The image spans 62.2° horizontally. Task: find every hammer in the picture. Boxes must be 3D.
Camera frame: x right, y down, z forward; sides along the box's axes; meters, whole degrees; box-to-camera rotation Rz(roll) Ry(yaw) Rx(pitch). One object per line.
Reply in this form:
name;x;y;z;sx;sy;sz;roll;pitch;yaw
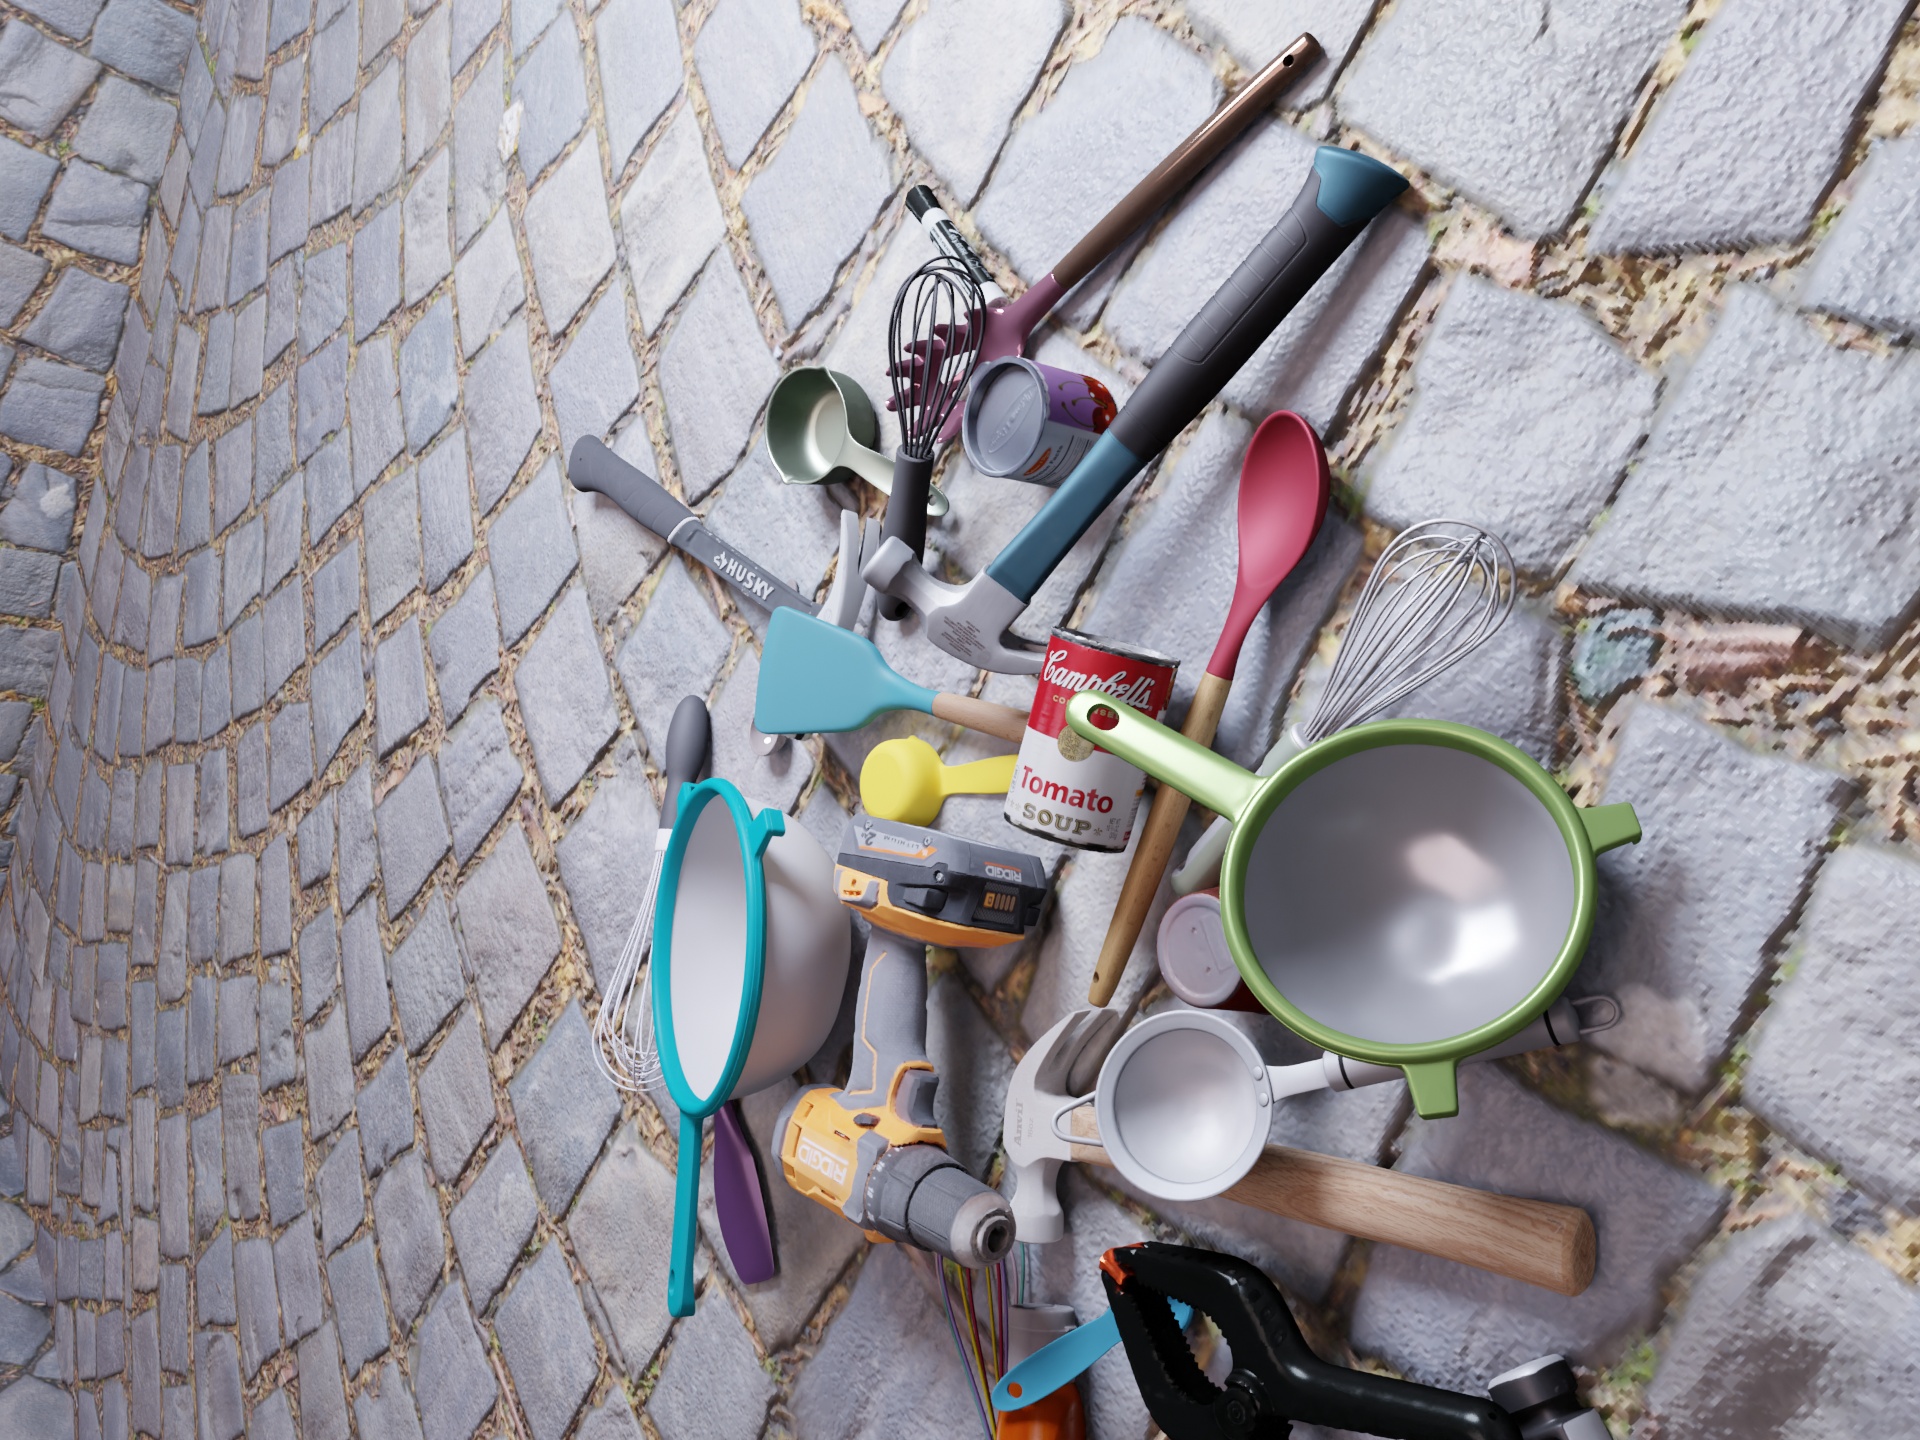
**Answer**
hammer;0.142;0.216;0.766;0.331;0.031;0.130;-2;86;48
hammer;0.168;0.404;0.723;0.336;0.034;0.127;-44;56;37
hammer;-0.190;-0.136;1.153;0.409;0.036;0.149;36;106;45
hammer;0.093;-0.151;0.806;0.128;0.033;0.331;39;116;-5

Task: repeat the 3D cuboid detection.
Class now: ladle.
ladle;0.120;0.002;0.793;0.069;0.031;0.315;43;117;62

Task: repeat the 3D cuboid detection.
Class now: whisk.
whisk;0.022;0.387;0.888;0.047;0.051;0.245;143;119;-75
whisk;-0.025;-0.157;0.931;0.055;0.055;0.238;49;142;38
whisk;0.168;0.004;0.741;0.059;0.058;0.246;37;125;5
whisk;-0.211;0.118;1.132;0.070;0.070;0.285;-11;68;47

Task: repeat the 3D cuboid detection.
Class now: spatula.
spatula;-0.001;-0.003;0.921;0.318;0.044;0.082;15;97;43
spatula;-0.177;0.238;1.132;0.060;0.018;0.316;-30;67;44

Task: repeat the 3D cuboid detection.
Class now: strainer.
strainer;0.153;0.057;0.705;0.257;0.069;0.151;31;79;35
strainer;-0.131;0.208;1.016;0.211;0.095;0.340;6;92;64
strainer;0.163;0.159;0.708;0.258;0.050;0.087;-20;63;28

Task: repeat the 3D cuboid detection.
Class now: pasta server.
pasta server;0.070;-0.258;0.872;0.316;0.040;0.060;-36;91;39

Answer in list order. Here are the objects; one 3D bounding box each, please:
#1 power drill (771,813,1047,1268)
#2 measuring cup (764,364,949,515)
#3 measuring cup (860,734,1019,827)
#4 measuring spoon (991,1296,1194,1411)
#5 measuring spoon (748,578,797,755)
power drill;-0.019;0.177;0.883;0.185;0.084;0.226;9;85;53
measuring cup;-0.058;-0.170;1.018;0.168;0.038;0.083;35;114;31
measuring cup;-0.006;0.034;0.944;0.156;0.029;0.062;-9;81;49
measuring spoon;0.068;0.320;0.823;0.128;0.021;0.042;-39;71;16
measuring spoon;-0.122;-0.036;1.095;0.034;0.018;0.124;6;85;47
